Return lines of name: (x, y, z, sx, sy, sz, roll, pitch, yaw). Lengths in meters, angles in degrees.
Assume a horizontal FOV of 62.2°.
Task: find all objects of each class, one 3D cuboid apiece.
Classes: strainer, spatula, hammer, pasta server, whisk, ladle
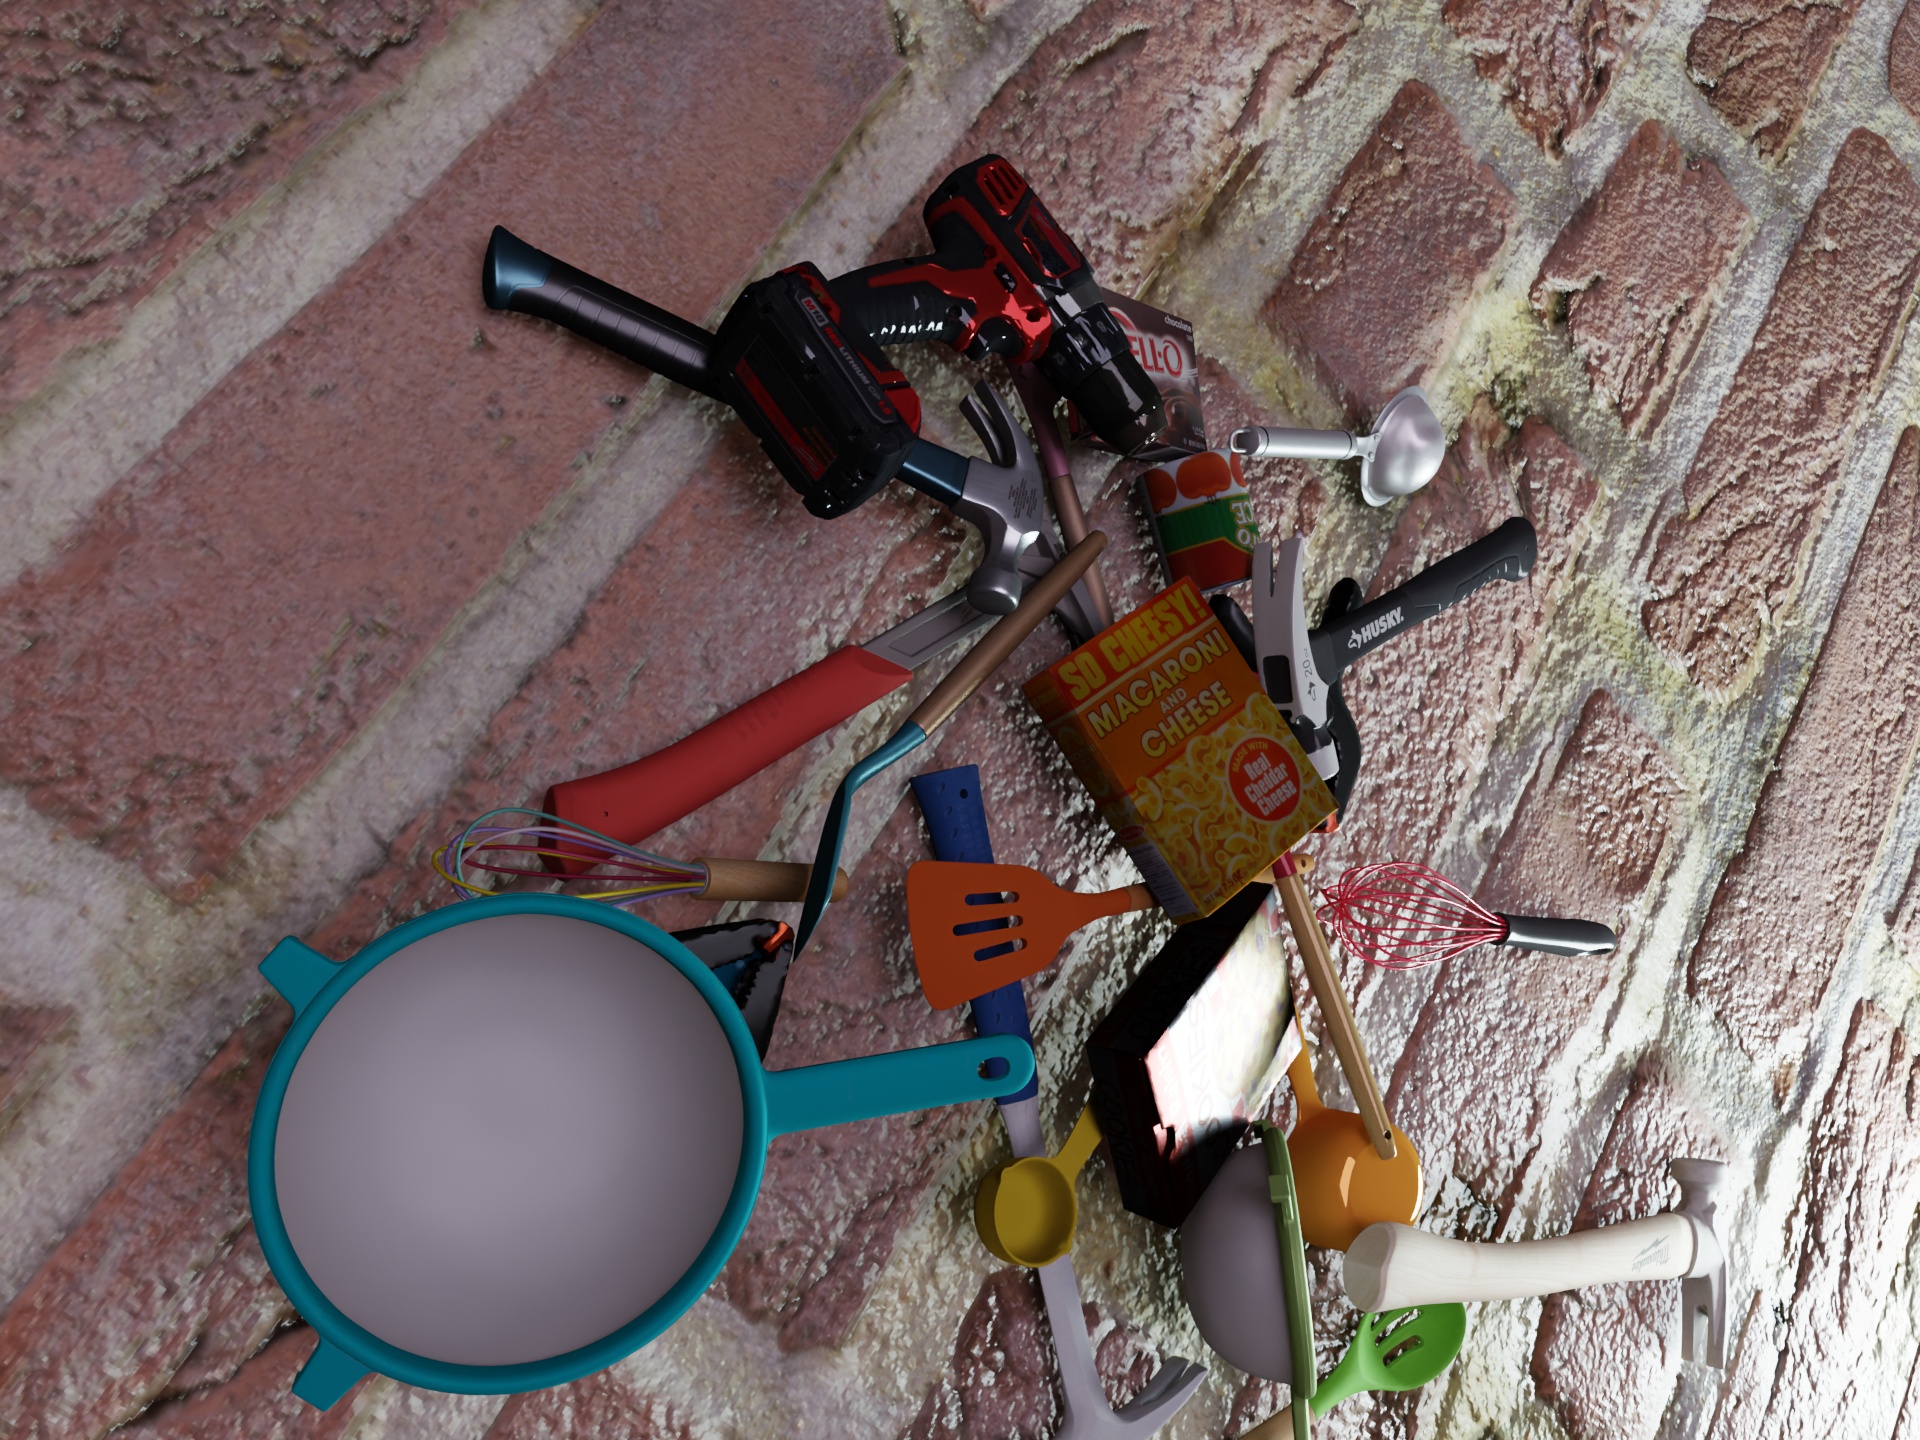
strainer: (0.260, -0.181, 1.056, 0.258, 0.050, 0.086, -7, 118, -42)
spatula: (0.105, 0.104, 0.945, 0.322, 0.041, 0.081, -4, 82, -43)
hammer: (-0.069, -0.007, 0.881, 0.359, 0.037, 0.149, -33, 99, -30)
strainer: (0.168, 0.370, 0.928, 0.069, 0.151, 0.256, -5, 88, 7)
hammer: (-0.101, -0.176, 0.865, 0.330, 0.033, 0.128, 23, 63, -18)
pasta server: (0.075, -0.125, 0.978, 0.060, 0.040, 0.316, -19, 94, -55)
hammer: (0.039, 0.225, 0.908, 0.144, 0.035, 0.405, -12, 89, -30)
hammer: (0.300, -0.084, 1.064, 0.335, 0.035, 0.146, -26, 106, -41)
whisk: (-0.149, 0.075, 0.789, 0.244, 0.047, 0.051, 9, 80, -48)
hammer: (0.397, 0.371, 1.057, 0.410, 0.038, 0.146, 10, 79, -37)
spatula: (-0.001, -0.003, 0.870, 0.044, 0.082, 0.317, 40, 60, 5)
whisk: (0.355, 0.141, 1.089, 0.295, 0.073, 0.073, 11, 78, -33)
ladle: (0.213, 0.120, 0.989, 0.069, 0.031, 0.315, -17, 86, -26)
strainer: (-0.138, 0.172, 0.727, 0.340, 0.095, 0.211, -5, 93, -20)

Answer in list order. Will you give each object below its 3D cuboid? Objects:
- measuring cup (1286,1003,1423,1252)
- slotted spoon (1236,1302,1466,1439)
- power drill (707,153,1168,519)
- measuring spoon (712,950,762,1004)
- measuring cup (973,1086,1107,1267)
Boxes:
measuring cup: (0.240, 0.253, 1.007, 0.095, 0.052, 0.173, -18, 94, -30)
slotted spoon: (0.192, 0.433, 0.971, 0.313, 0.031, 0.070, -22, 94, -28)
power drill: (0.000, -0.193, 0.861, 0.227, 0.080, 0.188, -37, 91, -34)
measuring spoon: (-0.143, 0.160, 0.829, 0.042, 0.021, 0.128, 43, 74, -11)
measuring cup: (0.059, 0.235, 0.888, 0.062, 0.029, 0.156, 52, 51, -14)
